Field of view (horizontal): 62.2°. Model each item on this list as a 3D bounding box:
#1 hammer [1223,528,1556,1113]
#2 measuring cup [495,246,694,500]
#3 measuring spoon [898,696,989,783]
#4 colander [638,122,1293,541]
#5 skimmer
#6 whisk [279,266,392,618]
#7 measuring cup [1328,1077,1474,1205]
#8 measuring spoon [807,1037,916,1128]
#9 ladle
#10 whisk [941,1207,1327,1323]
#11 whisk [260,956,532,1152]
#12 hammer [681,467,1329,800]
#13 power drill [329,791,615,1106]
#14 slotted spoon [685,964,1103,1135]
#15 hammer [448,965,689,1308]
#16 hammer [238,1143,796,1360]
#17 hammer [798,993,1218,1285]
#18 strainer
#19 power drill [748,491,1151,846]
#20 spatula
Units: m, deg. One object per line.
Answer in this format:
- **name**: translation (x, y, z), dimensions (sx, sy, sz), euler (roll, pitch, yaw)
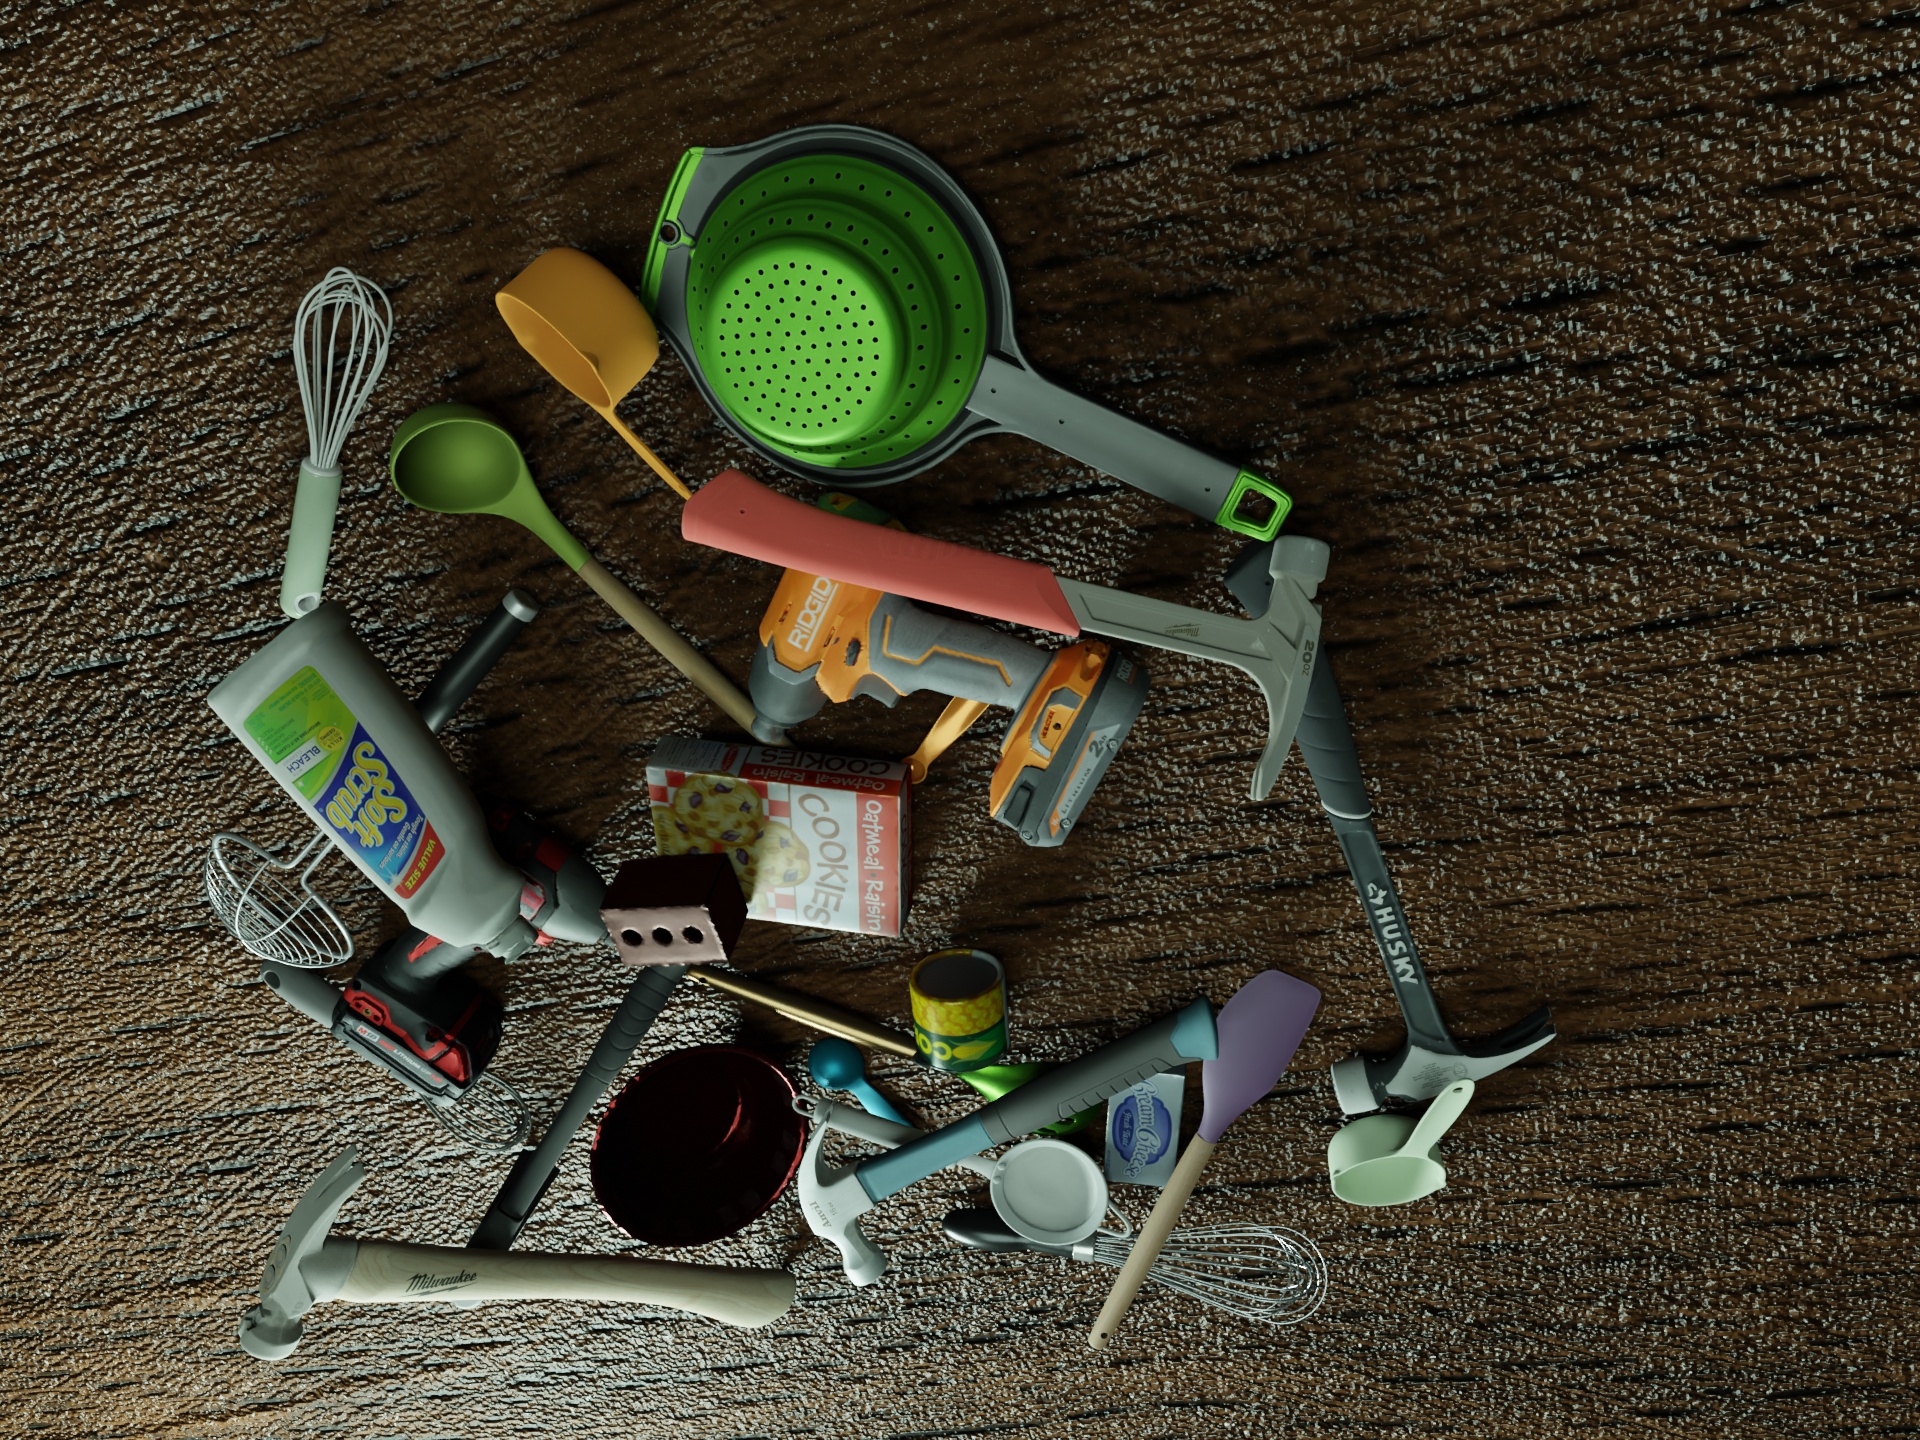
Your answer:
- **hammer**: translation (0.253, 0.070, 0.994), dimensions (0.149, 0.036, 0.408), euler (-17, 111, 16)
- **measuring cup**: translation (-0.193, -0.201, 0.931), dimensions (0.052, 0.095, 0.173), euler (-51, 130, -12)
- **measuring spoon**: translation (-0.002, -0.003, 1.020), dimensions (0.021, 0.011, 0.117), euler (38, 113, -7)
- **colander**: translation (-0.002, -0.182, 0.876), dimensions (0.397, 0.094, 0.204), euler (25, 118, 0)
- **skimmer**: translation (-0.400, 0.038, 1.103), dimensions (0.127, 0.090, 0.363), euler (42, 106, -7)
- **whisk**: translation (-0.399, -0.167, 0.996), dimensions (0.059, 0.057, 0.246), euler (42, 125, 28)
- **measuring cup**: translation (0.299, 0.269, 1.057), dimensions (0.083, 0.038, 0.167), euler (7, 136, -9)
- **measuring spoon**: translation (-0.065, 0.286, 1.166), dimensions (0.042, 0.021, 0.128), euler (-35, 104, 24)
- **ladle**: translation (-0.220, -0.075, 0.999), dimensions (0.078, 0.062, 0.320), euler (-39, 106, 24)
- **whisk**: translation (0.124, 0.392, 1.168), dimensions (0.284, 0.070, 0.070), euler (4, 117, 14)
- **whisk**: translation (-0.430, 0.252, 1.208), dimensions (0.239, 0.055, 0.055), euler (35, 117, -3)
- **hammer**: translation (0.019, -0.066, 0.892), dimensions (0.359, 0.036, 0.149), euler (13, 88, 1)
- **power drill**: translation (-0.338, 0.165, 1.131), dimensions (0.143, 0.079, 0.219), euler (36, 114, -9)
- **slotted spoon**: translation (-0.049, 0.231, 1.136), dimensions (0.314, 0.031, 0.070), euler (20, 120, 2)
- **hammer**: translation (-0.267, 0.263, 1.148), dimensions (0.035, 0.146, 0.334), euler (32, 108, -5)
- **hammer**: translation (-0.279, 0.387, 1.128), dimensions (0.410, 0.038, 0.146), euler (21, 103, -41)
- **hammer**: translation (0.032, 0.276, 1.100), dimensions (0.331, 0.033, 0.128), euler (-28, 100, 14)
- **strainer**: translation (0.002, 0.314, 1.151), dimensions (0.258, 0.050, 0.087), euler (19, 109, -1)
- **power drill**: translation (-0.018, -0.017, 0.969), dimensions (0.226, 0.084, 0.164), euler (29, 113, 1)
- **spatula**: translation (0.158, 0.310, 1.108), dimensions (0.059, 0.018, 0.316), euler (23, 105, -5)
